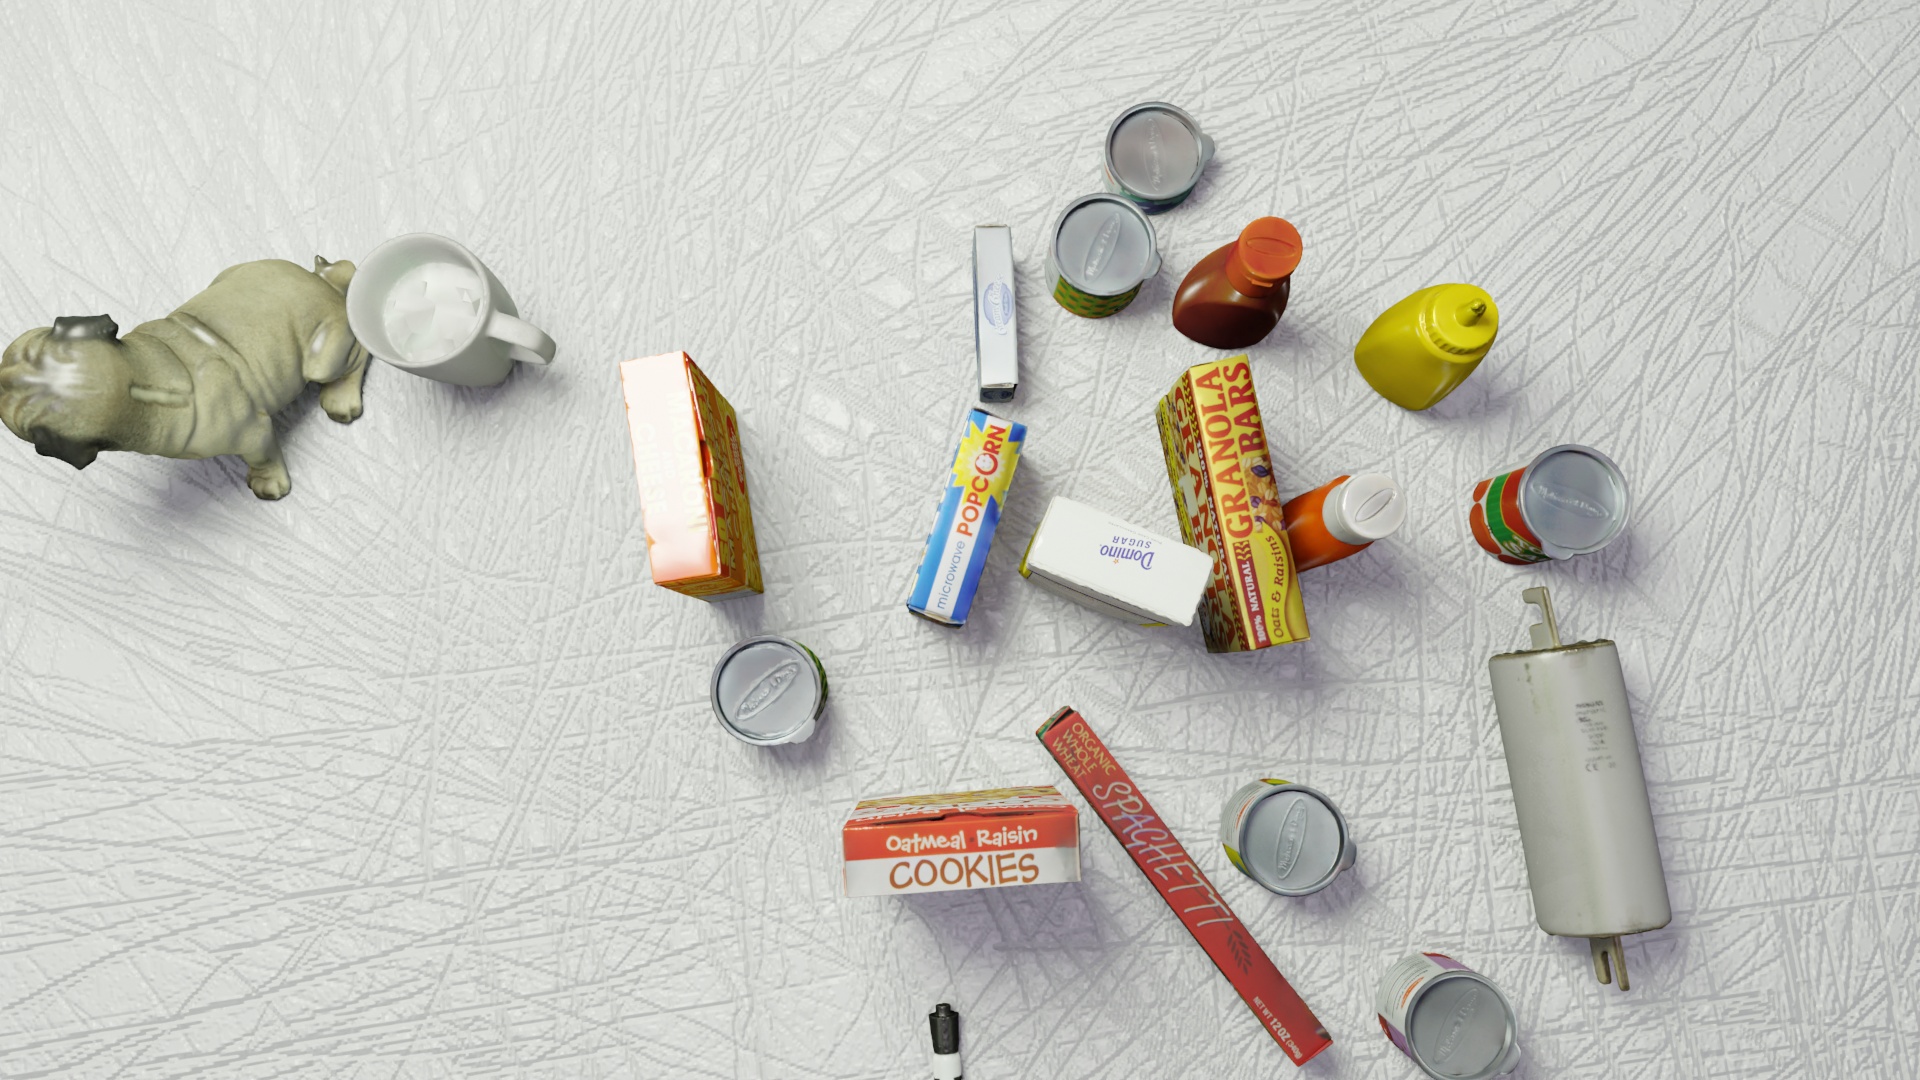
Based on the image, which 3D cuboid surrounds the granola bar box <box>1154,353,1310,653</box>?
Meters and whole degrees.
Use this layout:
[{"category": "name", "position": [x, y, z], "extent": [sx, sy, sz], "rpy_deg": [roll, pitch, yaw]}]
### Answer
[{"category": "granola bar box", "position": [0.159, -0.016, 0.833], "extent": [0.039, 0.124, 0.165], "rpy_deg": [-11, 84, -2]}]

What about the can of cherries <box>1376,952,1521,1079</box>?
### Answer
[{"category": "can of cherries", "position": [0.293, 0.288, 0.835], "extent": [0.071, 0.058, 0.071], "rpy_deg": [0, 84, -1]}]

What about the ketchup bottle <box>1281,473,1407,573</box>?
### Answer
[{"category": "ketchup bottle", "position": [0.222, -0.012, 0.822], "extent": [0.065, 0.148, 0.043], "rpy_deg": [-40, 86, -4]}]

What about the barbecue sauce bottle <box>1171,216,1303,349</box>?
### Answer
[{"category": "barbecue sauce bottle", "position": [0.170, -0.154, 0.837], "extent": [0.065, 0.148, 0.043], "rpy_deg": [12, 84, 0]}]

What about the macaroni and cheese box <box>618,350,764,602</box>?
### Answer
[{"category": "macaroni and cheese box", "position": [-0.152, -0.031, 0.809], "extent": [0.040, 0.166, 0.124], "rpy_deg": [-10, 84, -2]}]

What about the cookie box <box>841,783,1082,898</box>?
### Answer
[{"category": "cookie box", "position": [0.000, 0.167, 0.789], "extent": [0.123, 0.167, 0.040], "rpy_deg": [-4, 84, -1]}]

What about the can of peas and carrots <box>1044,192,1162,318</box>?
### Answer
[{"category": "can of peas and carrots", "position": [0.090, -0.179, 0.883], "extent": [0.071, 0.058, 0.071], "rpy_deg": [0, 84, -1]}]

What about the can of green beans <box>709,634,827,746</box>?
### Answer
[{"category": "can of green beans", "position": [-0.116, 0.091, 0.850], "extent": [0.071, 0.058, 0.071], "rpy_deg": [0, 84, -1]}]

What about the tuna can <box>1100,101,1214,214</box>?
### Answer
[{"category": "tuna can", "position": [0.127, -0.249, 0.905], "extent": [0.071, 0.033, 0.071], "rpy_deg": [0, 84, -1]}]

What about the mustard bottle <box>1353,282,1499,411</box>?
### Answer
[{"category": "mustard bottle", "position": [0.285, -0.120, 0.829], "extent": [0.065, 0.160, 0.049], "rpy_deg": [43, 85, 3]}]

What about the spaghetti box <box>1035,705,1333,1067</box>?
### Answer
[{"category": "spaghetti box", "position": [0.132, 0.206, 0.846], "extent": [0.029, 0.050, 0.250], "rpy_deg": [-38, 86, -4]}]

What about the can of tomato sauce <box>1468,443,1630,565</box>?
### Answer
[{"category": "can of tomato sauce", "position": [0.361, -0.018, 0.858], "extent": [0.071, 0.083, 0.071], "rpy_deg": [0, 84, -1]}]

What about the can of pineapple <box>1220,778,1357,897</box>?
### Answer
[{"category": "can of pineapple", "position": [0.197, 0.180, 0.846], "extent": [0.071, 0.058, 0.071], "rpy_deg": [0, 84, -1]}]

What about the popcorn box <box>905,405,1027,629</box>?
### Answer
[{"category": "popcorn box", "position": [0.003, -0.011, 0.850], "extent": [0.038, 0.085, 0.127], "rpy_deg": [18, 84, 1]}]

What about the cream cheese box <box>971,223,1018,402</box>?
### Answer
[{"category": "cream cheese box", "position": [0.022, -0.142, 0.881], "extent": [0.024, 0.053, 0.104], "rpy_deg": [-2, 84, -1]}]
